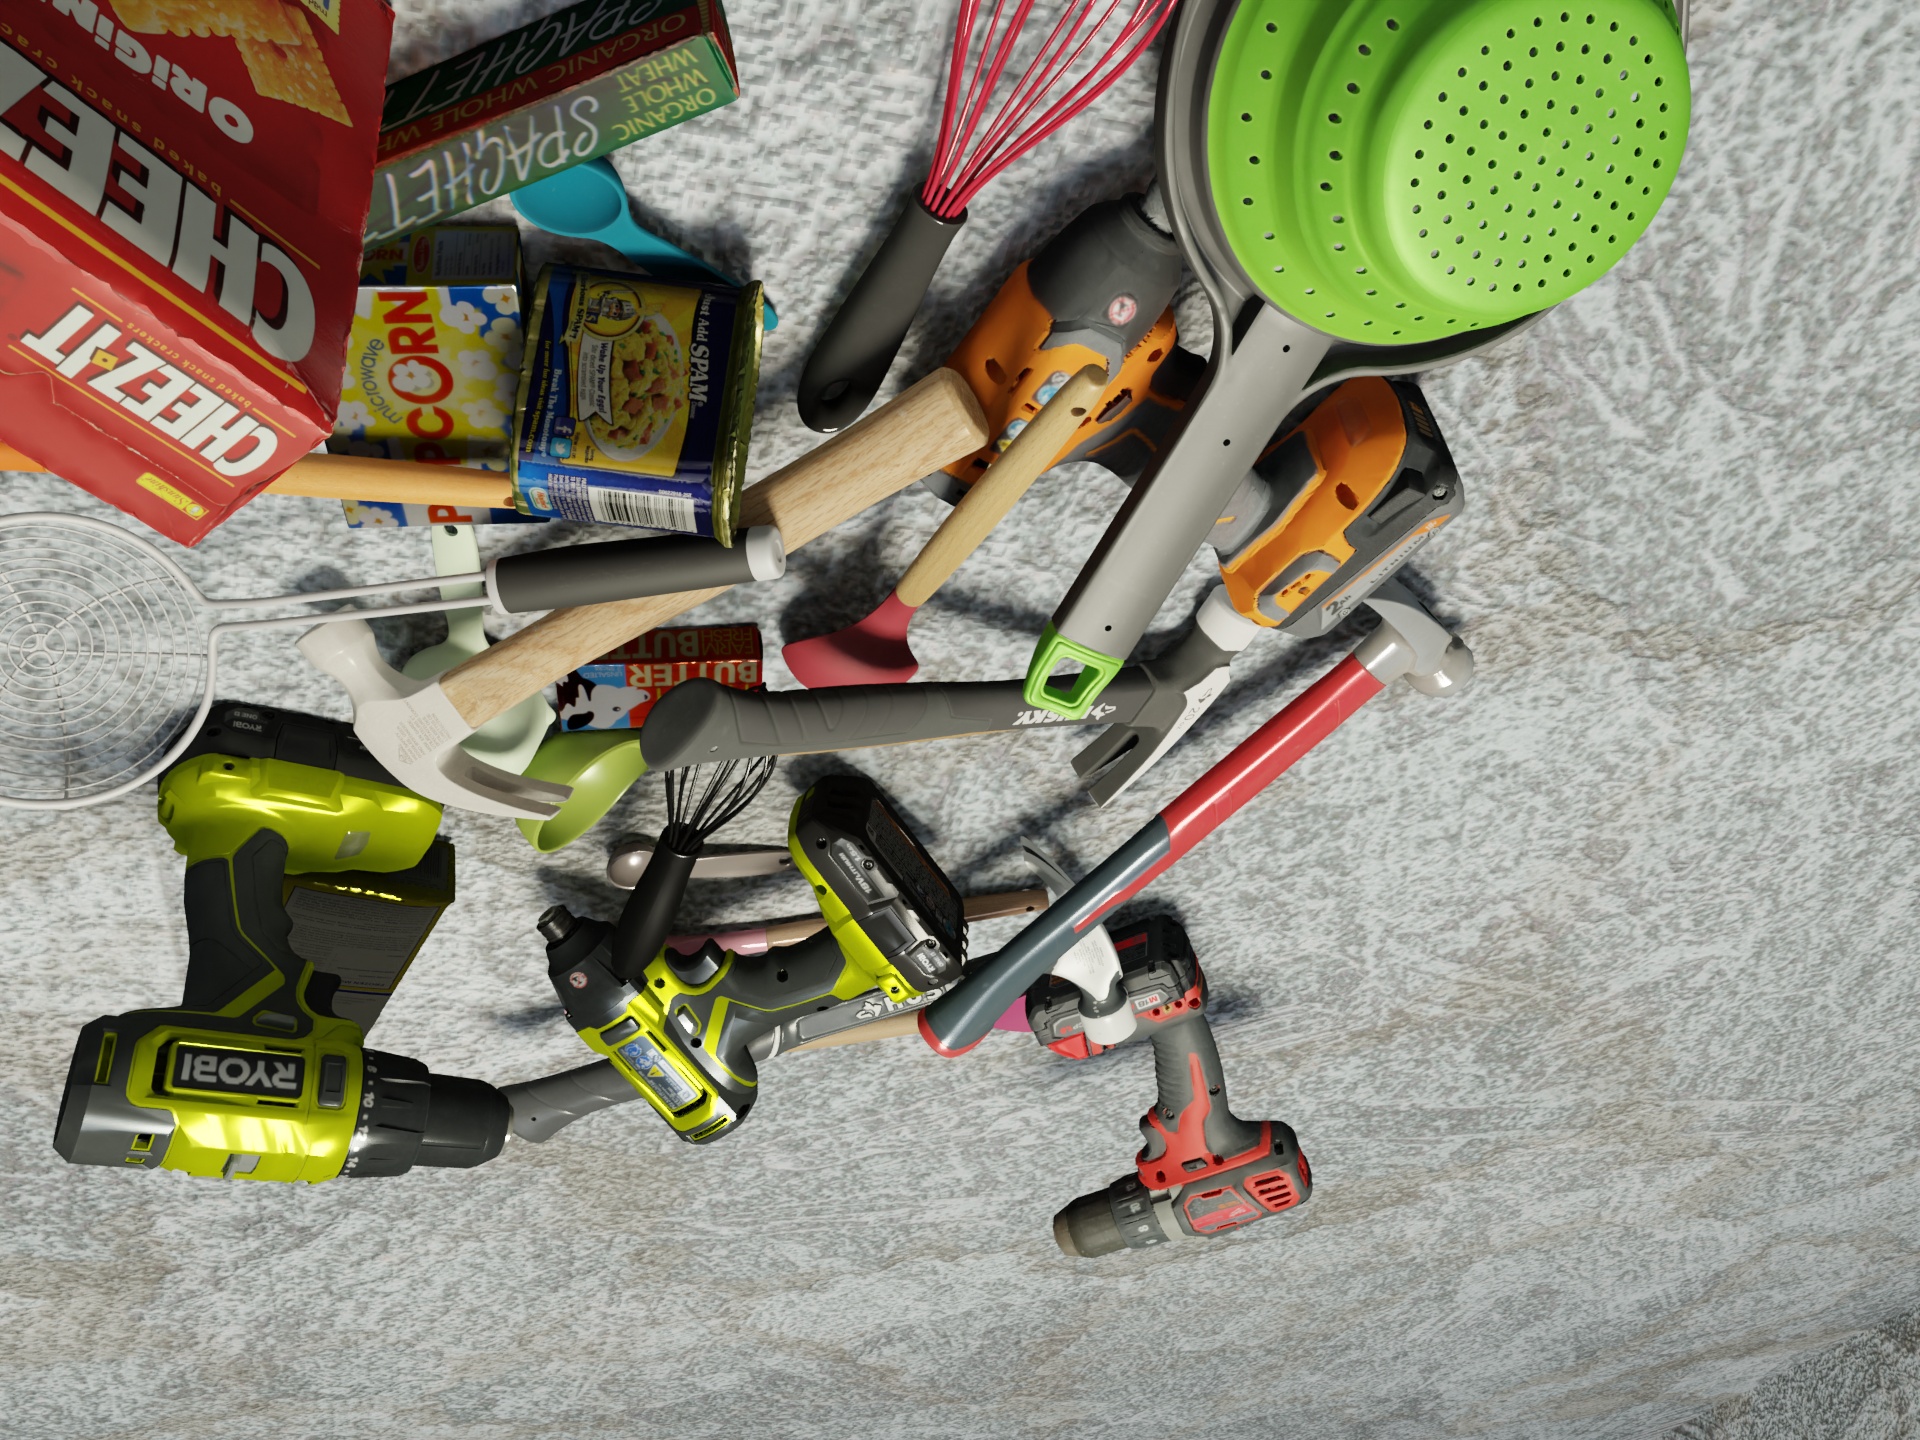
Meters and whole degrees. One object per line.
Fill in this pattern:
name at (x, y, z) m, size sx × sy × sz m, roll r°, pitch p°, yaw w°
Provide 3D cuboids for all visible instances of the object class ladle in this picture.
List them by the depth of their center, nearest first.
ladle at (-0.011, -0.068, 0.701) m, size 0.069 × 0.031 × 0.315 m, roll 10°, pitch 156°, yaw -20°
ladle at (-0.078, 0.021, 0.859) m, size 0.320 × 0.062 × 0.078 m, roll -7°, pitch 158°, yaw -11°

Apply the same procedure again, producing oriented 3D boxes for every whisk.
whisk at (0.002, -0.206, 0.590) m, size 0.073 × 0.073 × 0.295 m, roll 10°, pitch 144°, yaw -25°
whisk at (-0.143, 0.064, 0.814) m, size 0.055 × 0.055 × 0.238 m, roll 8°, pitch 136°, yaw -24°

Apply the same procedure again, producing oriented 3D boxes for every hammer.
hammer at (-0.133, -0.055, 0.691) m, size 0.331 × 0.031 × 0.130 m, roll -26°, pitch 109°, yaw 21°
hammer at (-0.001, -0.002, 0.777) m, size 0.334 × 0.035 × 0.146 m, roll -5°, pitch 141°, yaw -39°
hammer at (0.108, 0.063, 0.897) m, size 0.386 × 0.038 × 0.143 m, roll -43°, pitch 143°, yaw 18°
hammer at (-0.102, 0.191, 1.009) m, size 0.409 × 0.036 × 0.149 m, roll -17°, pitch 114°, yaw 5°

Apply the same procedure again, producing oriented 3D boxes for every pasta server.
pasta server at (-0.097, 0.143, 1.023) m, size 0.316 × 0.040 × 0.060 m, roll -8°, pitch 137°, yaw -7°

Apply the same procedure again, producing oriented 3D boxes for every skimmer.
skimmer at (-0.255, -0.038, 0.647) m, size 0.363 × 0.090 × 0.127 m, roll -6°, pitch 111°, yaw 10°

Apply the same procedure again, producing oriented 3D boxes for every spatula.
spatula at (-0.324, -0.108, 0.615) m, size 0.322 × 0.041 × 0.081 m, roll 4°, pitch 141°, yaw -10°

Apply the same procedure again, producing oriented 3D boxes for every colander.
colander at (0.138, -0.141, 0.580) m, size 0.204 × 0.095 × 0.397 m, roll 20°, pitch 117°, yaw -24°

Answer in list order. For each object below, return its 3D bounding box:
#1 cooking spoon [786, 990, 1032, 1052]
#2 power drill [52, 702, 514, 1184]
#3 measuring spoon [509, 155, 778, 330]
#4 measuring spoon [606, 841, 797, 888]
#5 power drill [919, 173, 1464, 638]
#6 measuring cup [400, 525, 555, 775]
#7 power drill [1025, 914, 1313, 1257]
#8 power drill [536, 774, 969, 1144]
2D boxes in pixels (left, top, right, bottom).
cooking spoon at (-0.032, 0.218, 1.151) m, size 0.319 × 0.017 × 0.068 m, roll -7°, pitch 142°, yaw -6°
power drill at (-0.312, 0.114, 0.772) m, size 0.190 × 0.229 × 0.080 m, roll 14°, pitch 136°, yaw -29°
measuring spoon at (-0.117, -0.188, 0.617) m, size 0.042 × 0.021 × 0.128 m, roll -16°, pitch 155°, yaw 35°
measuring spoon at (-0.151, 0.082, 0.955) m, size 0.124 × 0.018 × 0.034 m, roll 0°, pitch 135°, yaw -24°
power drill at (0.108, -0.133, 0.690) m, size 0.226 × 0.084 × 0.164 m, roll 19°, pitch 134°, yaw -28°
measuring cup at (-0.241, -0.029, 0.756) m, size 0.083 × 0.038 × 0.167 m, roll 10°, pitch 135°, yaw -1°
power drill at (0.121, 0.268, 1.106) m, size 0.188 × 0.080 × 0.226 m, roll -22°, pitch 104°, yaw 14°
power drill at (-0.123, 0.135, 0.928) m, size 0.223 × 0.080 × 0.171 m, roll -32°, pitch 109°, yaw 14°
